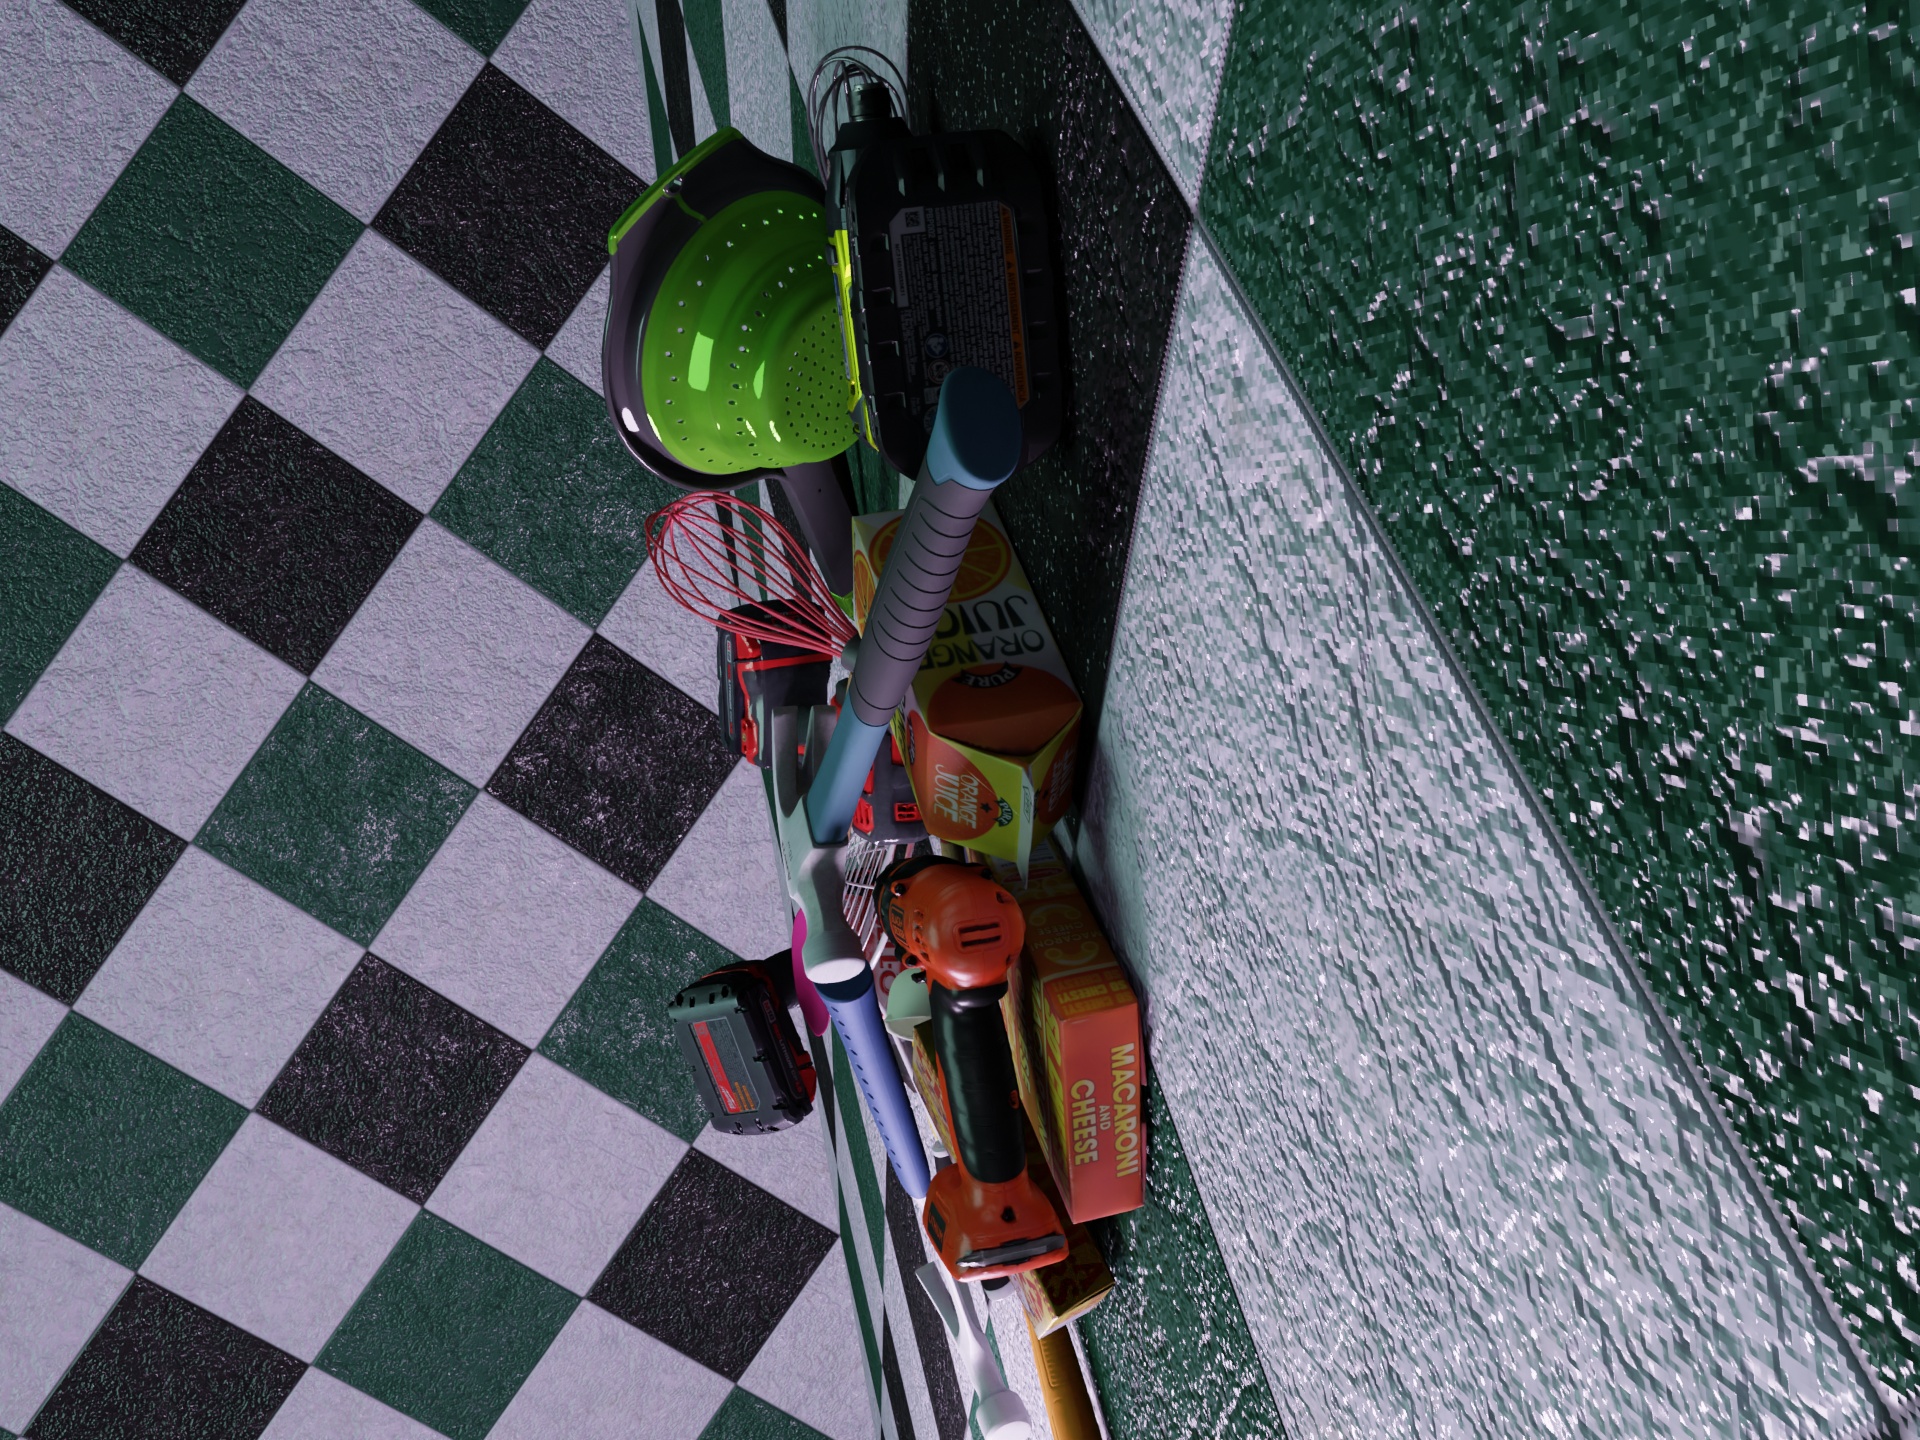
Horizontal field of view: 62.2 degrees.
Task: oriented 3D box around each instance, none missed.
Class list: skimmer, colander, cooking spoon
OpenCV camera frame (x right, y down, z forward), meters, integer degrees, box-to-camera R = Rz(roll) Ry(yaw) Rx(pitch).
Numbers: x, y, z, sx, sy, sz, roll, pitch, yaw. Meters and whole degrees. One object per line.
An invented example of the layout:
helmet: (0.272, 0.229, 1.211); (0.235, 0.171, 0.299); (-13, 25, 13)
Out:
skimmer: (-0.007, 0.238, 1.125); (0.127, 0.090, 0.363); (-128, 16, -81)
colander: (-0.087, -0.176, 1.012); (0.095, 0.204, 0.396); (30, 159, 29)
cooking spoon: (-0.082, 0.085, 1.035); (0.069, 0.017, 0.318); (53, 142, 43)

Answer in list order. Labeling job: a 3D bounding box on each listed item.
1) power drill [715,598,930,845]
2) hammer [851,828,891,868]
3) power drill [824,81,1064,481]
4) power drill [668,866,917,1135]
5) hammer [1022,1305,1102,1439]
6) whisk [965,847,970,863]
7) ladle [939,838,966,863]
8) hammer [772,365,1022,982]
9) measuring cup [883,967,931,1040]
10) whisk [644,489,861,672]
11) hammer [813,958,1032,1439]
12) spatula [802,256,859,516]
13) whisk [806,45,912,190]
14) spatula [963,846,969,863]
power drill: (-0.086, -0.013, 1.086); (0.220, 0.078, 0.143); (25, 119, 53)
hammer: (-0.062, 0.056, 1.263); (0.331, 0.031, 0.130); (118, 141, -72)
power drill: (-0.021, -0.198, 0.713); (0.223, 0.080, 0.171); (-120, 22, -68)
power drill: (-0.099, 0.233, 1.214); (0.080, 0.226, 0.188); (-16, 97, 36)
hammer: (0.051, 0.372, 0.960); (0.127, 0.034, 0.337); (115, 143, -59)
whisk: (0.004, 0.014, 0.887); (0.047, 0.051, 0.245); (-29, -72, -62)
ladle: (-0.003, 0.099, 1.008); (0.069, 0.031, 0.315); (-48, -47, -58)
hammer: (-0.035, -0.016, 0.685); (0.330, 0.033, 0.128); (115, 146, -51)
measuring cup: (0.010, 0.158, 0.947); (0.167, 0.083, 0.038); (135, 144, -57)
whisk: (-0.070, -0.047, 0.858); (0.296, 0.073, 0.073); (35, 144, 29)
hammer: (-0.028, 0.300, 1.020); (0.144, 0.035, 0.405); (-125, 16, -53)
spatula: (-0.088, -0.224, 1.165); (0.082, 0.044, 0.317); (-125, 22, -64)
whisk: (-0.045, -0.250, 0.874); (0.238, 0.055, 0.055); (84, 169, -45)
spatula: (-0.001, -0.003, 0.938); (0.060, 0.018, 0.315); (-102, 5, -70)
